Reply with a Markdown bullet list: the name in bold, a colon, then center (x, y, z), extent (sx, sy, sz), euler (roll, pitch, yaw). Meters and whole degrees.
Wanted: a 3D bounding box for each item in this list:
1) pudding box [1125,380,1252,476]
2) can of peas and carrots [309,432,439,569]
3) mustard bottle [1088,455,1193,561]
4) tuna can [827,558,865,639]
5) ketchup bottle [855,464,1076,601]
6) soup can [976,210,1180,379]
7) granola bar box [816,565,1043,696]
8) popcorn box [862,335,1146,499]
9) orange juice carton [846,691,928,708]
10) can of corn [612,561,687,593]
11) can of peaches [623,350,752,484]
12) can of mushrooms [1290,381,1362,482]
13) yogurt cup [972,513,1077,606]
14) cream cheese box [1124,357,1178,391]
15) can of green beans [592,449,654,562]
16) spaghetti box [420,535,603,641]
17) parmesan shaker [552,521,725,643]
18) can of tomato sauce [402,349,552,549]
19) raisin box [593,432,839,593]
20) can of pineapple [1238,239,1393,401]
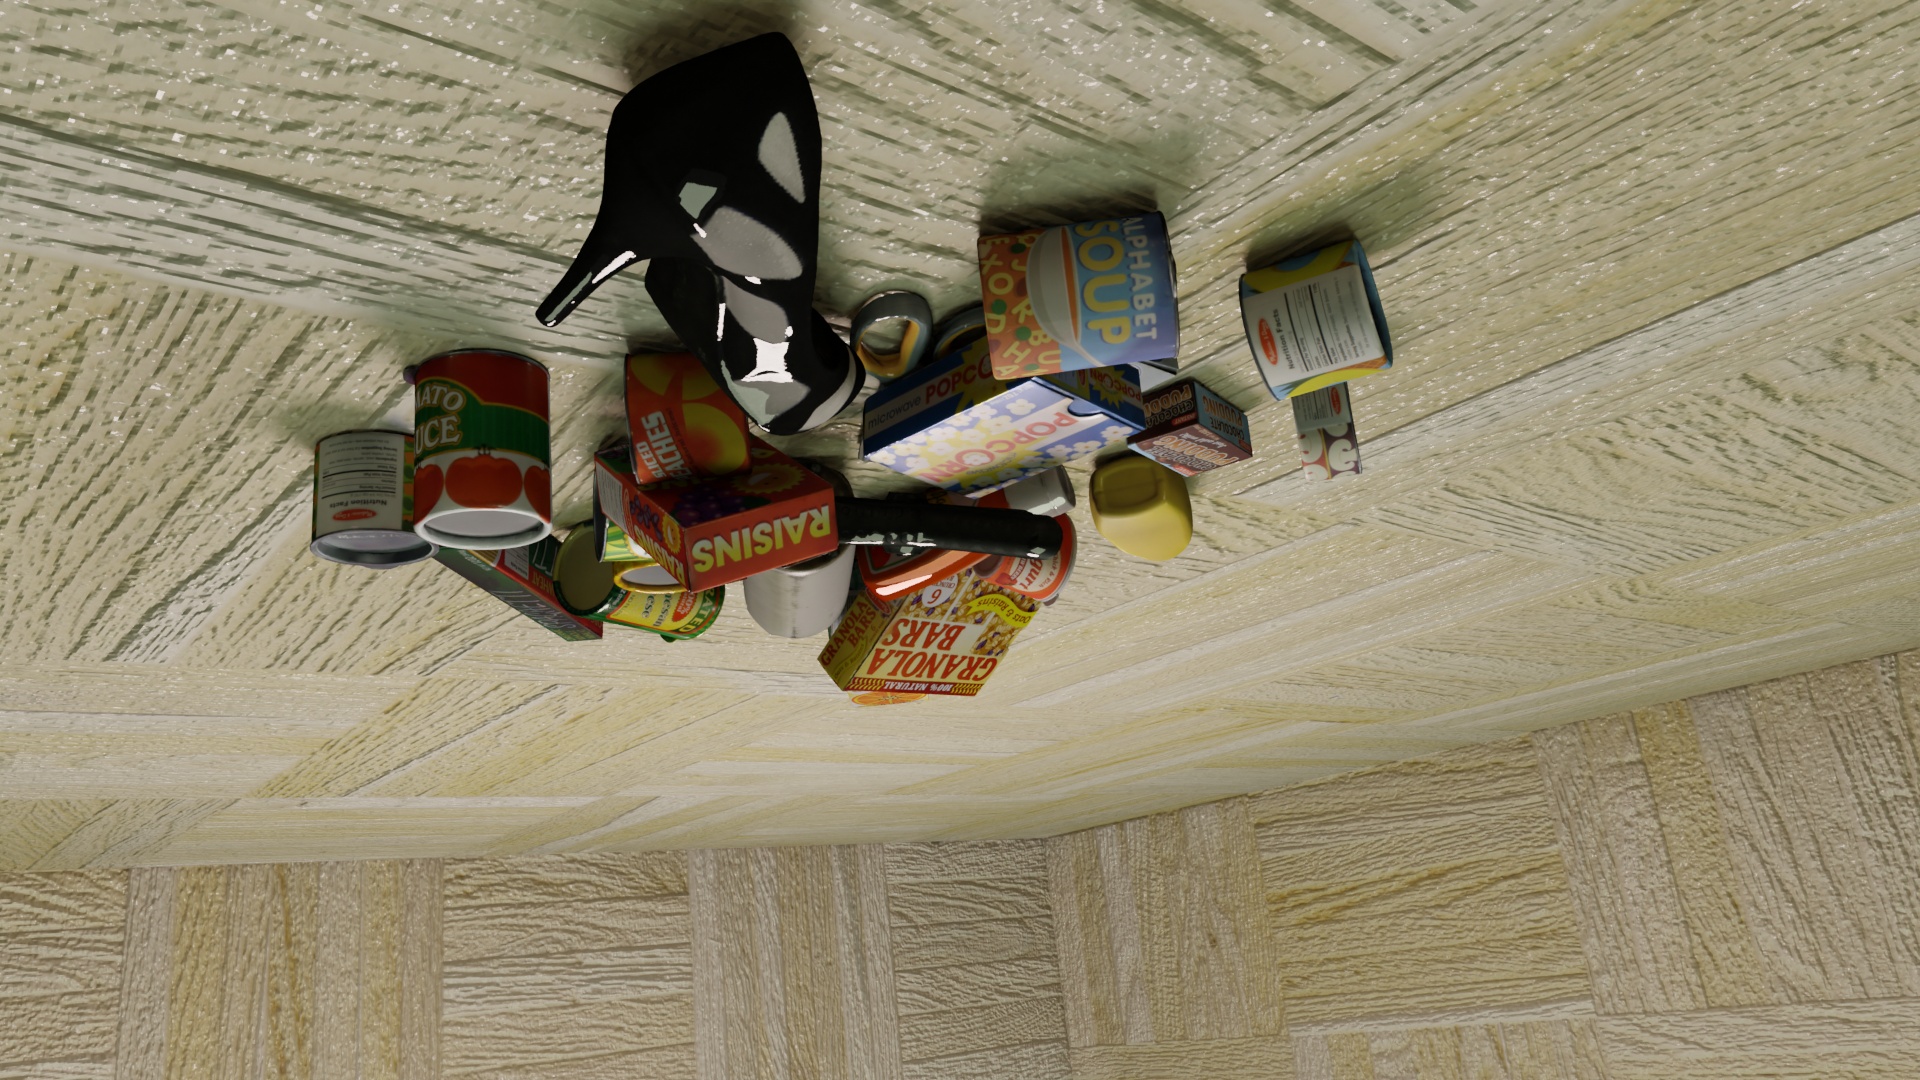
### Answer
- **pudding box**: center (0.139, -0.067, 0.851), extent (0.049, 0.030, 0.083), euler (-16, 160, 31)
- **can of peas and carrots**: center (-0.327, -0.021, 0.778), extent (0.071, 0.059, 0.070), euler (-6, 163, -2)
- **mustard bottle**: center (0.134, -0.016, 0.980), extent (0.065, 0.049, 0.160), euler (-11, 163, 14)
- **tuna can**: center (-0.086, 0.046, 1.071), extent (0.033, 0.071, 0.071), euler (-3, 162, -9)
- **ketchup bottle**: center (0.003, -0.012, 0.931), extent (0.148, 0.065, 0.043), euler (-22, 141, 16)
- **soup can**: center (0.052, -0.110, 0.623), extent (0.084, 0.071, 0.071), euler (-7, 162, 3)
- **granola bar box**: center (-0.014, 0.060, 1.057), extent (0.165, 0.039, 0.124), euler (11, 118, -53)
- **popcorn box**: center (0.021, -0.066, 0.726), extent (0.085, 0.038, 0.126), euler (20, 151, -40)
- **orange juice carton**: center (-0.067, 0.088, 1.194), extent (0.072, 0.073, 0.192), euler (-6, 162, -2)
- **can of corn**: center (-0.192, -0.002, 0.889), extent (0.071, 0.058, 0.071), euler (-6, 162, -2)
- **can of peaches**: center (-0.136, -0.062, 0.701), extent (0.058, 0.071, 0.071), euler (-5, 162, -8)
- **can of mushrooms**: center (0.214, -0.067, 0.817), extent (0.033, 0.071, 0.071), euler (-11, 162, 15)
- **yogurt cup**: center (0.043, 0.006, 0.995), extent (0.054, 0.072, 0.072), euler (13, 155, -27)
- **cream cheese box**: center (0.063, -0.088, 0.766), extent (0.053, 0.024, 0.103), euler (11, 156, -44)
- **can of green beans**: center (-0.184, -0.020, 0.821), extent (0.058, 0.071, 0.071), euler (0, 161, -20)
- **spaghetti box**: center (-0.291, 0.018, 0.928), extent (0.029, 0.050, 0.249), euler (-6, 163, 3)
- **parmesan shaker**: center (-0.222, 0.032, 0.961), extent (0.071, 0.071, 0.103), euler (-16, 160, 27)
- **can of tomato sauce**: center (-0.241, -0.044, 0.696), extent (0.071, 0.083, 0.071), euler (-6, 162, -2)
- **raisin box**: center (-0.131, -0.021, 0.737), extent (0.086, 0.040, 0.123), euler (-17, -151, -30)
- **can of pineapple**: center (0.174, -0.108, 0.680), extent (0.058, 0.071, 0.071), euler (-15, 160, 24)
